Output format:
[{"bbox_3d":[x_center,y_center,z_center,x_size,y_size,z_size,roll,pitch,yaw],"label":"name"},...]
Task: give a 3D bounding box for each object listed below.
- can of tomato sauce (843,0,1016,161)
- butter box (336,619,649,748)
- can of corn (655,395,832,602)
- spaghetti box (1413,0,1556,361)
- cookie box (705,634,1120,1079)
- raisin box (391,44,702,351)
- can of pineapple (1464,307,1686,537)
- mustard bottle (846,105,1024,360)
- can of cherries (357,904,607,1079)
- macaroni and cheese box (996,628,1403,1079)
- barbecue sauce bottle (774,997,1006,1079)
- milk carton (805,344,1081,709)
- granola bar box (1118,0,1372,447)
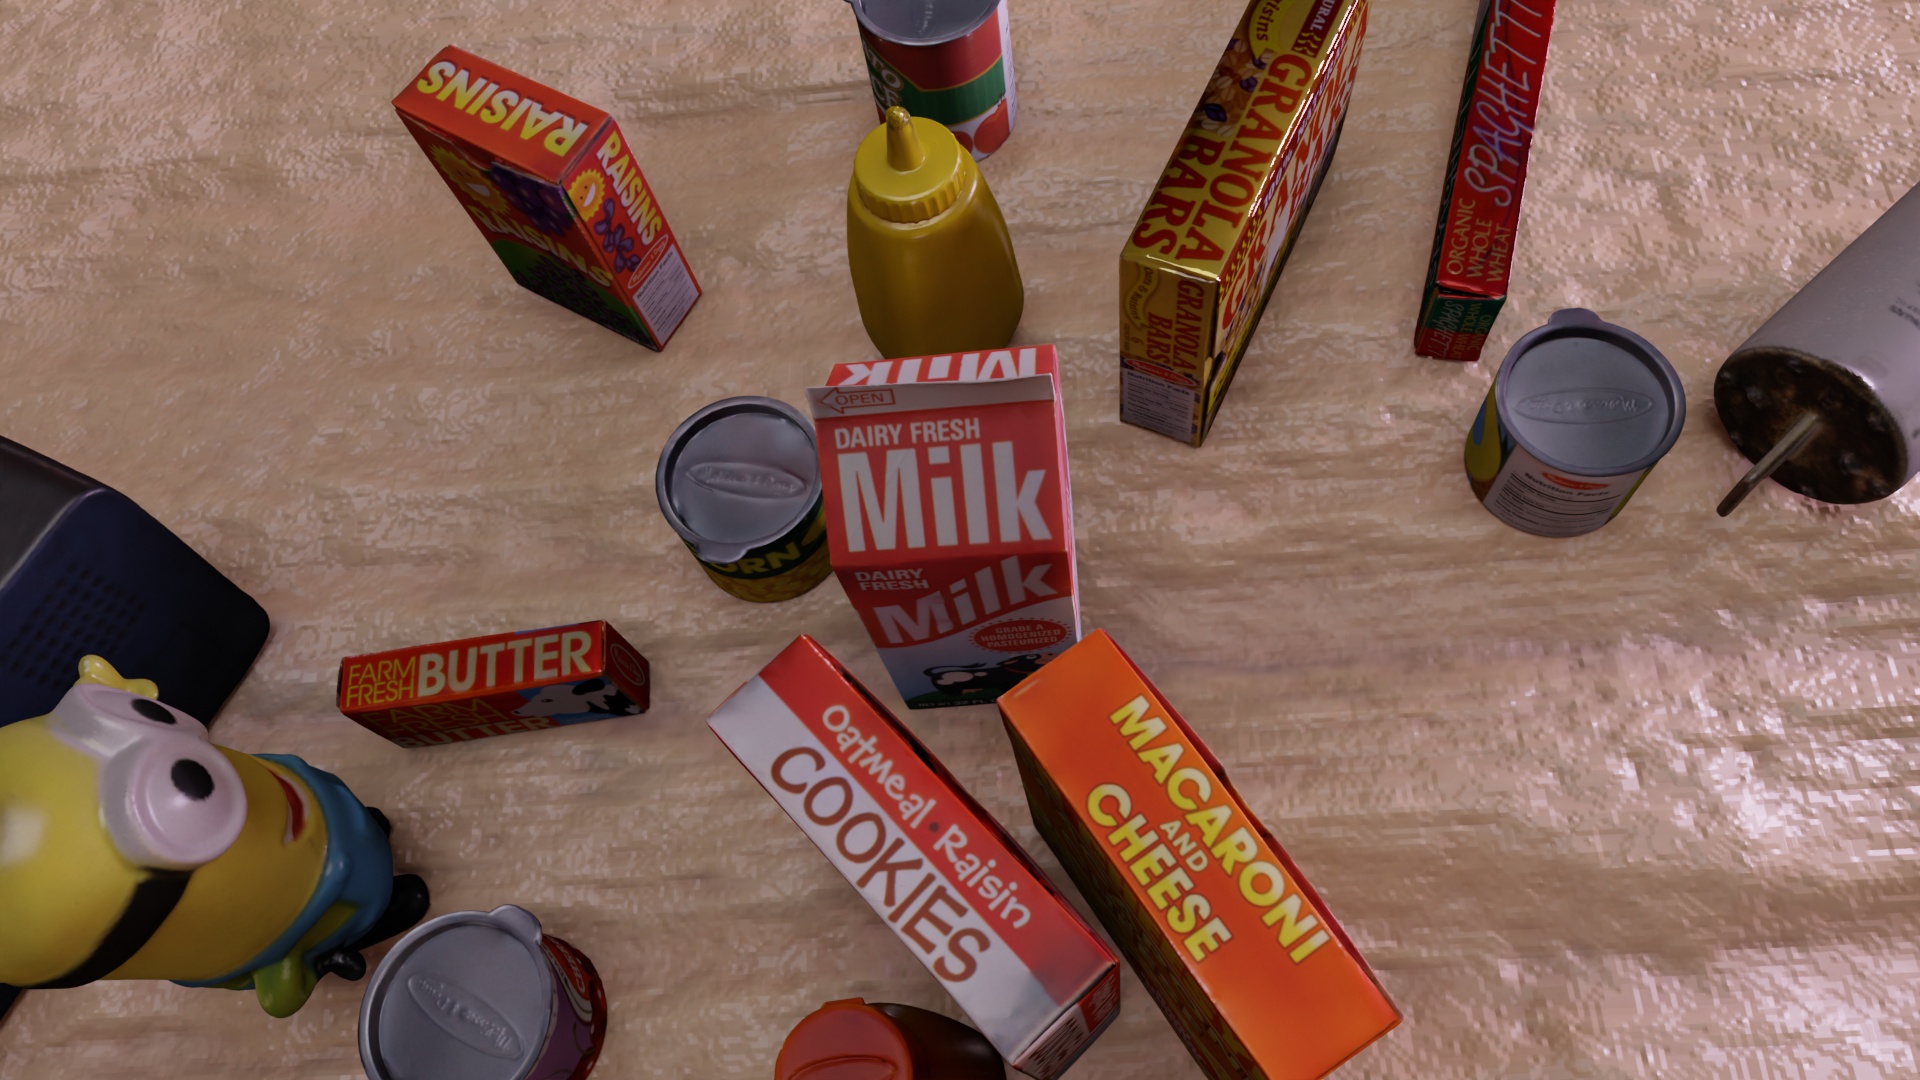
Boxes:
[{"bbox_3d":[-0.012,-0.218,0.622,0.071,0.082,0.071,-2,66,5],"label":"can of tomato sauce"},{"bbox_3d":[-0.178,0.056,0.535,0.103,0.053,0.024,-8,66,3],"label":"butter box"},{"bbox_3d":[-0.081,-0.013,0.552,0.071,0.058,0.071,-2,66,5],"label":"can of corn"},{"bbox_3d":[0.233,-0.194,0.602,0.029,0.050,0.251,13,68,12],"label":"spaghetti box"},{"bbox_3d":[-0.006,0.106,0.431,0.040,0.167,0.123,-43,69,-12],"label":"cookie box"},{"bbox_3d":[-0.169,-0.140,0.583,0.086,0.123,0.040,27,72,17],"label":"raisin box"},{"bbox_3d":[0.233,-0.043,0.531,0.071,0.057,0.071,-2,66,5],"label":"can of pineapple"},{"bbox_3d":[-0.013,-0.117,0.535,0.065,0.159,0.049,-39,68,-11],"label":"mustard bottle"},{"bbox_3d":[-0.161,0.164,0.482,0.071,0.058,0.072,-2,66,5],"label":"can of cherries"},{"bbox_3d":[0.067,0.108,0.423,0.040,0.166,0.124,-33,67,-8],"label":"macaroni and cheese box"},{"bbox_3d":[-0.022,0.164,0.418,0.065,0.148,0.044,-8,66,3],"label":"barbecue sauce bottle"},{"bbox_3d":[0.002,-0.006,0.467,0.072,0.190,0.074,-4,66,5],"label":"milk carton"},{"bbox_3d":[0.113,-0.136,0.549,0.039,0.123,0.166,22,70,15],"label":"granola bar box"}]
